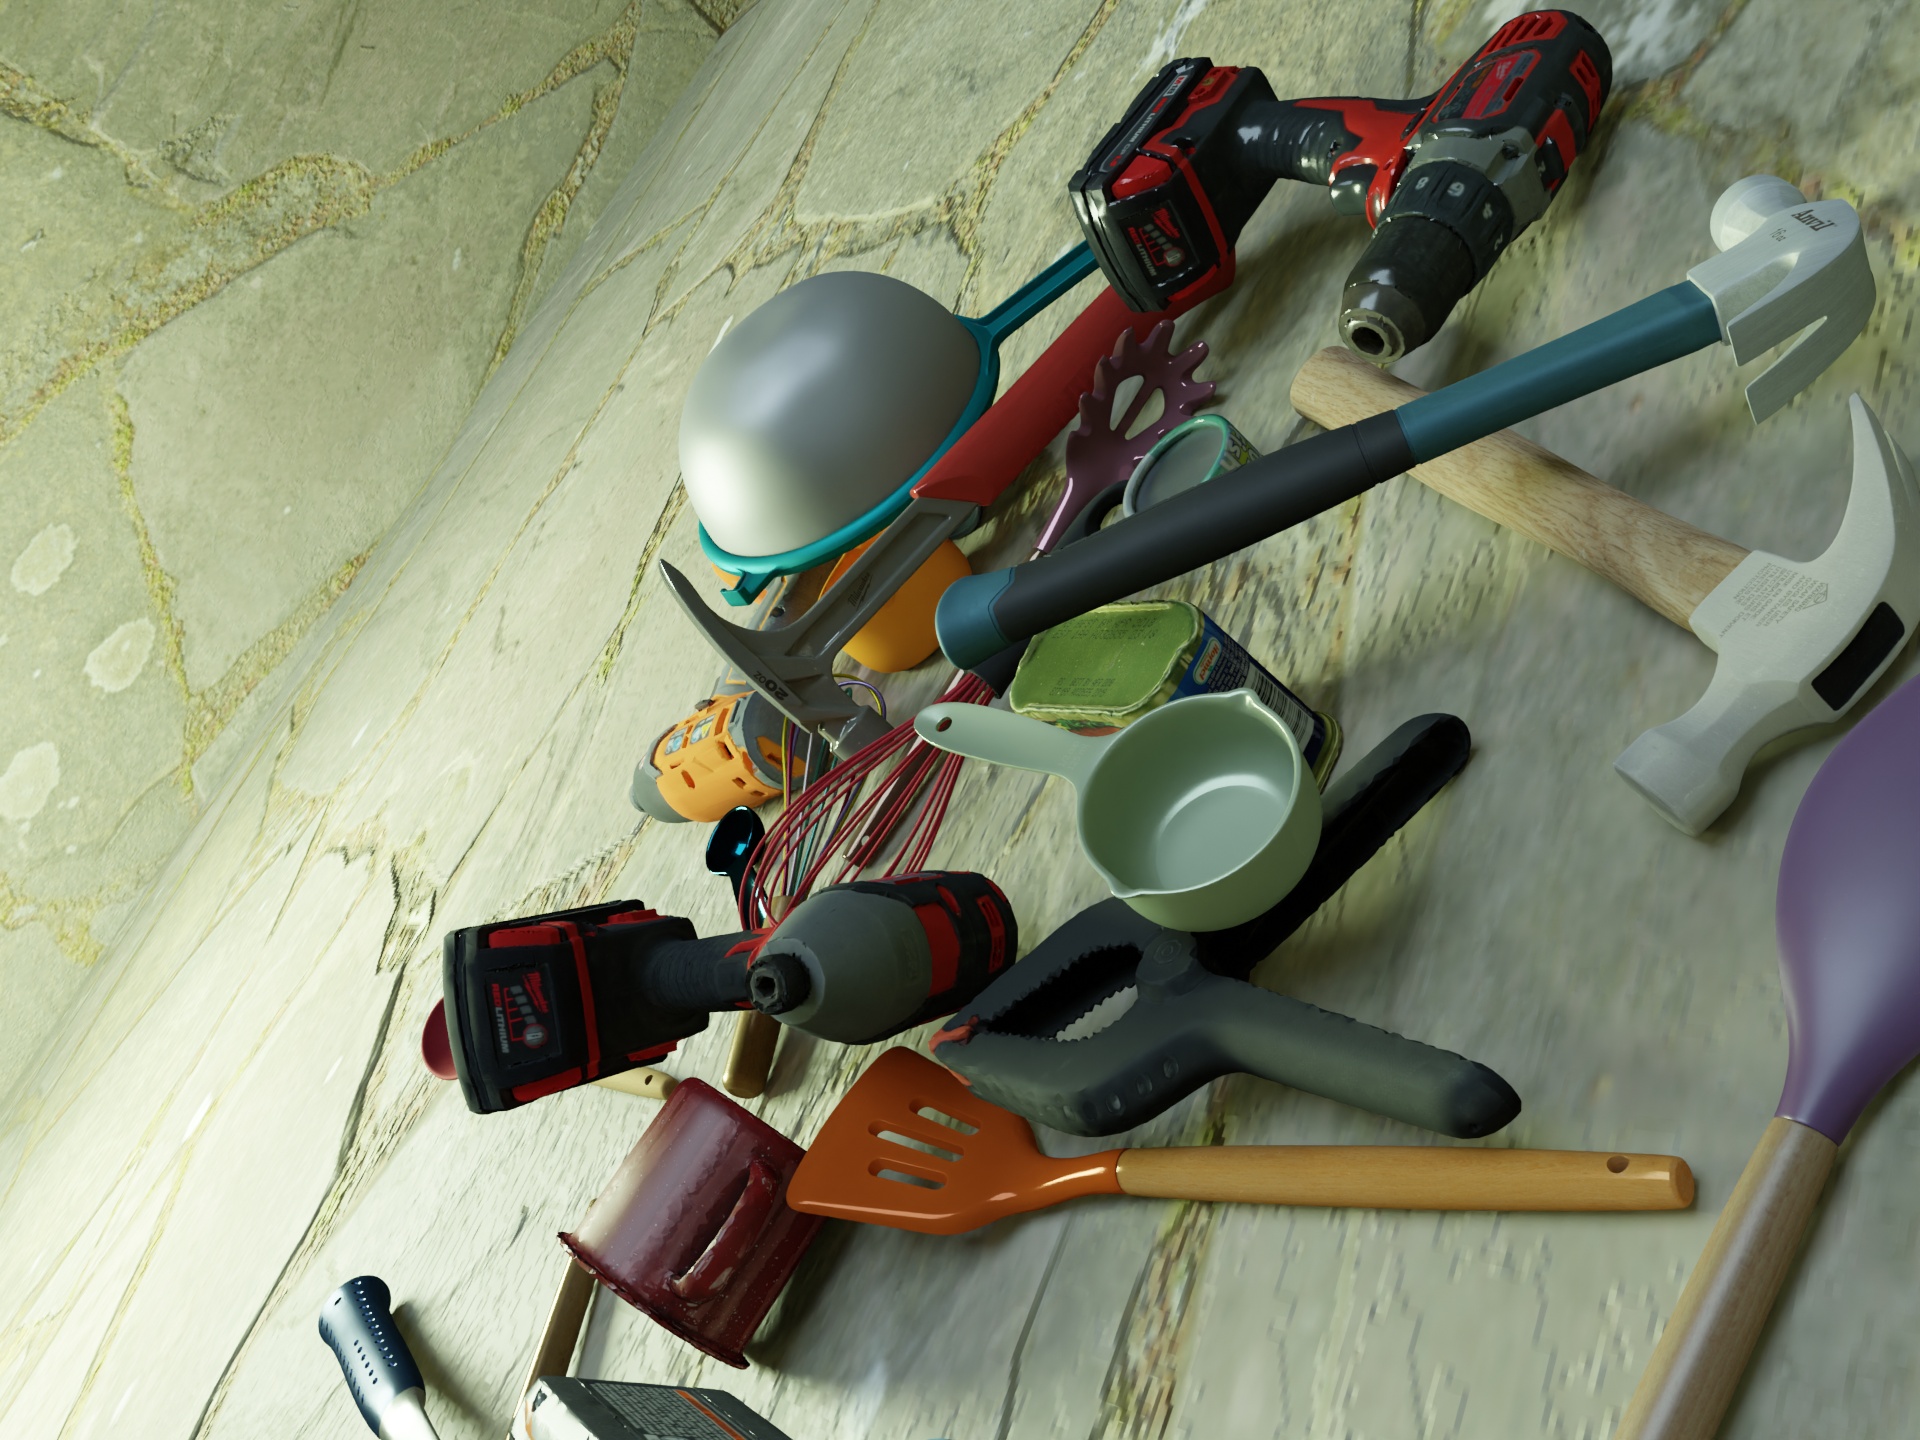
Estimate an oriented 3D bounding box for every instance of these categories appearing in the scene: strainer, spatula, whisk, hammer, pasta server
[{"bbox_3d":[-0.037,-0.224,0.902,0.340,0.095,0.211,-35,36,10],"label":"strainer"},{"bbox_3d":[0.068,0.139,0.509,0.322,0.041,0.081,-16,27,46],"label":"spatula"},{"bbox_3d":[-0.001,-0.002,0.765,0.296,0.073,0.073,-51,27,-9],"label":"whisk"},{"bbox_3d":[0.187,0.119,0.376,0.060,0.018,0.316,20,74,42],"label":"spatula"},{"bbox_3d":[0.142,-0.093,0.555,0.331,0.033,0.128,-22,25,18],"label":"hammer"},{"bbox_3d":[-0.085,0.075,0.813,0.051,0.047,0.245,-35,34,47],"label":"whisk"},{"bbox_3d":[-0.256,0.322,0.719,0.144,0.035,0.405,-56,19,-20],"label":"hammer"},{"bbox_3d":[0.029,-0.062,0.806,0.316,0.060,0.040,-58,4,-5],"label":"pasta server"},{"bbox_3d":[0.013,-0.150,0.837,0.359,0.149,0.037,-47,9,-10],"label":"hammer"},{"bbox_3d":[0.206,-0.087,0.577,0.130,0.031,0.332,-47,28,10],"label":"hammer"}]

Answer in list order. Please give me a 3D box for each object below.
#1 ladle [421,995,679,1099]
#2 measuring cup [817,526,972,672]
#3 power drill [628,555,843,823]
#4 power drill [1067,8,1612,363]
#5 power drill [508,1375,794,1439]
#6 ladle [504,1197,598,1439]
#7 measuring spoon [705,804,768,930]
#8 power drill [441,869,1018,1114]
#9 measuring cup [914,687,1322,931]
[{"bbox_3d":[-0.241,0.193,0.925,0.315,0.031,0.069,-5,56,52],"label":"ladle"},{"bbox_3d":[-0.006,-0.100,0.890,0.173,0.052,0.095,-46,28,7],"label":"measuring cup"},{"bbox_3d":[-0.129,-0.041,0.977,0.164,0.084,0.227,-22,44,44],"label":"power drill"},{"bbox_3d":[0.160,-0.238,0.730,0.227,0.080,0.188,14,61,44],"label":"power drill"},{"bbox_3d":[-0.118,0.328,0.490,0.185,0.084,0.226,-15,62,61],"label":"power drill"},{"bbox_3d":[-0.208,0.344,0.669,0.078,0.062,0.320,-35,29,37],"label":"ladle"},{"bbox_3d":[-0.109,0.094,0.860,0.042,0.021,0.129,-48,37,13],"label":"measuring spoon"},{"bbox_3d":[-0.100,0.106,0.650,0.220,0.143,0.078,-12,85,29],"label":"power drill"},{"bbox_3d":[0.048,0.023,0.546,0.168,0.038,0.083,16,65,45],"label":"measuring cup"}]
